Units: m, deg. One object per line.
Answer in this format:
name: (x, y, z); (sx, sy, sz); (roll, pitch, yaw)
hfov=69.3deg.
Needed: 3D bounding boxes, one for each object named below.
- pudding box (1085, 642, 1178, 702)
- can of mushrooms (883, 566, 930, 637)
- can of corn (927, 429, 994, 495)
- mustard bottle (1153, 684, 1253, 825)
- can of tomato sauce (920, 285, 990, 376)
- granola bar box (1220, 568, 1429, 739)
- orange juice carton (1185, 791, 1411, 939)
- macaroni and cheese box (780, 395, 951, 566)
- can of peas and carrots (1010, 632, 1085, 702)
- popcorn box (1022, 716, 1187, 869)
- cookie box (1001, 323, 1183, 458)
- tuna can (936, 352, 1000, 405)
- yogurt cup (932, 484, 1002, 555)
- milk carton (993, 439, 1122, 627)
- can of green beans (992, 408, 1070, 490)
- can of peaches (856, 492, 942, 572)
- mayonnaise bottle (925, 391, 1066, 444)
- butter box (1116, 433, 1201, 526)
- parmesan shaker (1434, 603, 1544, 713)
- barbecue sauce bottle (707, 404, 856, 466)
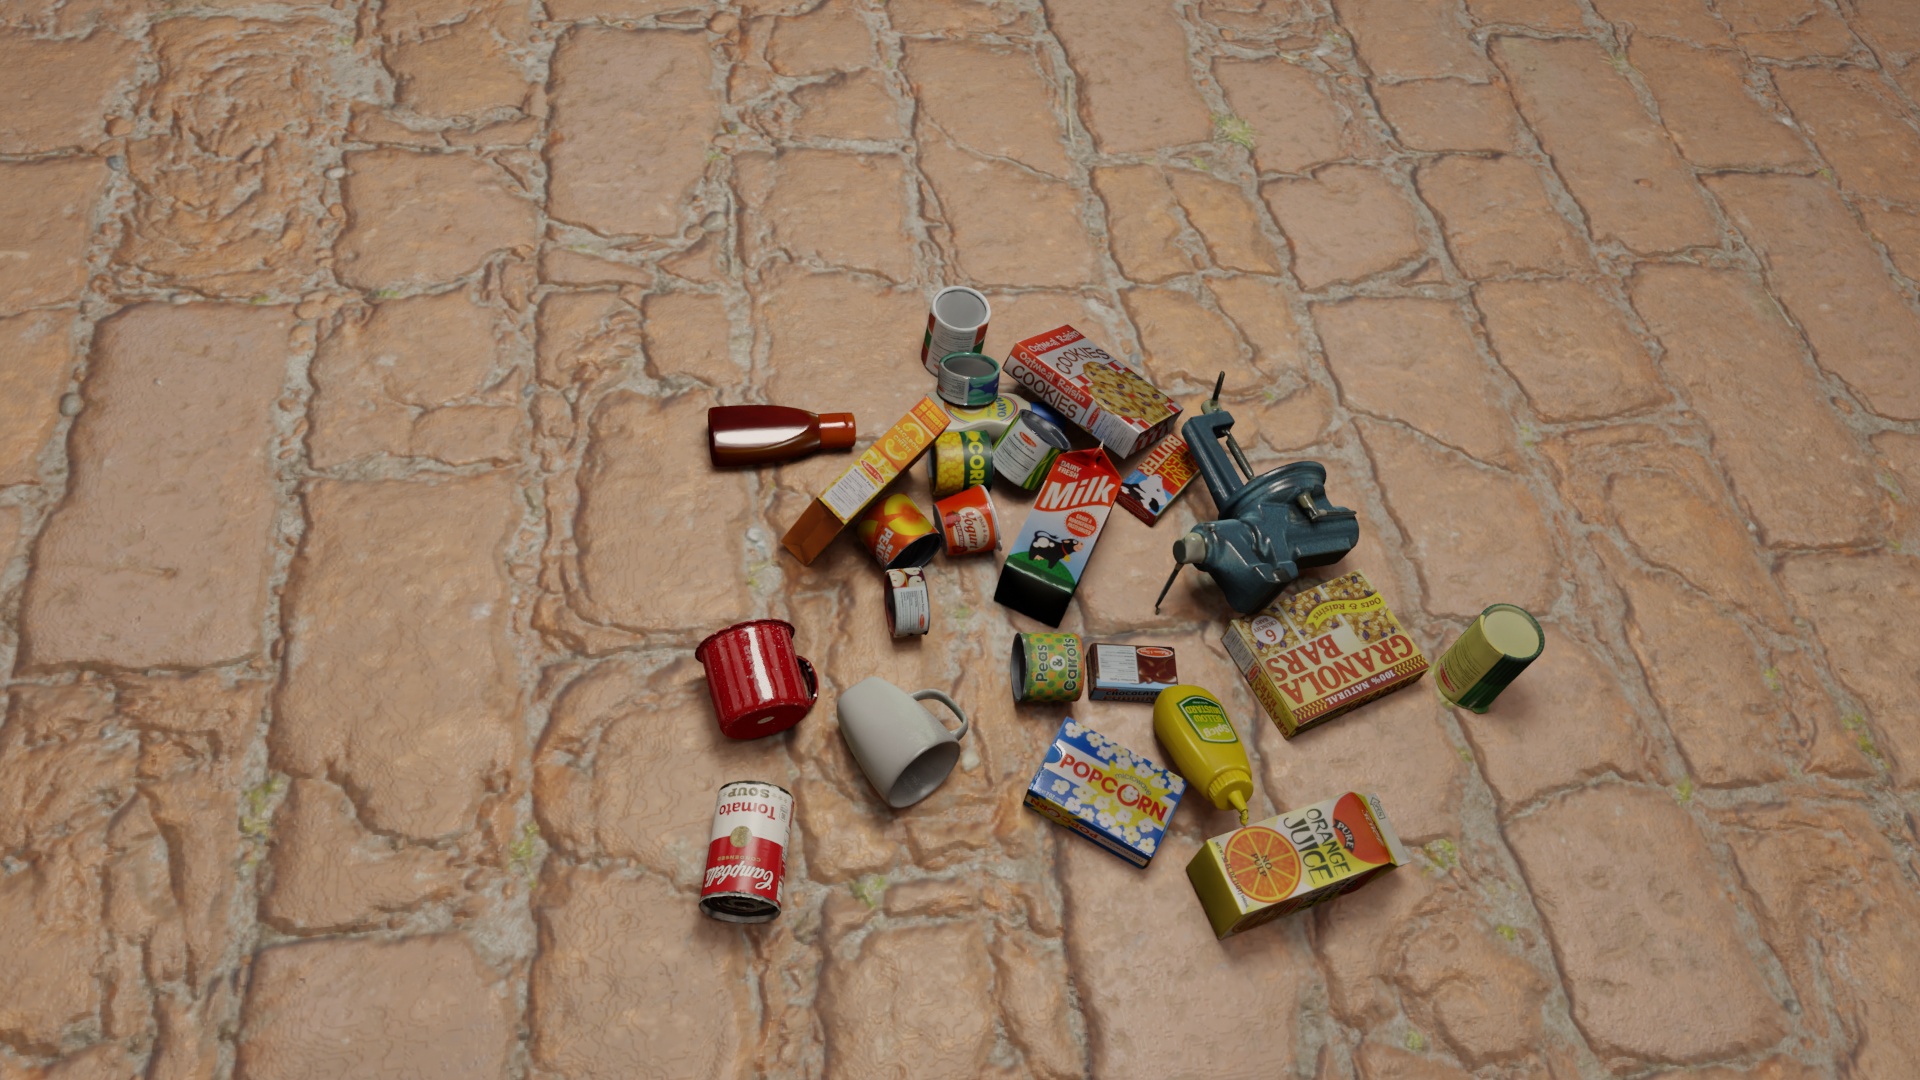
pudding box: (0.166, 0.129, 1.342); (0.084, 0.030, 0.050); (3, 56, -8)
can of mushrooms: (-0.052, 0.059, 1.331); (0.033, 0.070, 0.071); (-6, 58, -12)
can of corn: (0.000, -0.079, 1.426); (0.058, 0.070, 0.071); (-3, 58, -10)
mustard bottle: (0.230, 0.197, 1.267); (0.065, 0.048, 0.161); (3, 34, -22)
can of tomato sauce: (-0.005, -0.227, 1.514); (0.071, 0.082, 0.071); (5, 56, -7)
granola bar box: (0.363, 0.110, 1.382); (0.166, 0.038, 0.124); (-19, 63, -21)
orange juice carton: (0.307, 0.283, 1.239); (0.193, 0.072, 0.072); (-14, 61, -18)
macaroni and cheese box: (-0.092, -0.058, 1.362); (0.040, 0.123, 0.167); (46, 59, -2)
can of peas and carrots: (0.082, 0.119, 1.309); (0.059, 0.070, 0.071); (1, 57, -10)
popcorn box: (0.132, 0.230, 1.265); (0.127, 0.038, 0.085); (28, 58, 8)
cookie box: (0.143, -0.163, 1.495); (0.168, 0.040, 0.123); (38, 32, 15)
tuna can: (0.010, -0.172, 1.471); (0.071, 0.032, 0.071); (4, 32, -3)
yogurt cup: (0.005, -0.017, 1.391); (0.054, 0.072, 0.072); (-15, 61, -9)
milk carton: (0.106, -0.016, 1.401); (0.073, 0.072, 0.191); (24, 56, 6)
can of green beans: (0.071, -0.093, 1.439); (0.071, 0.057, 0.071); (32, 22, -15)
can of peaches: (-0.062, -0.004, 1.367); (0.071, 0.071, 0.058); (-28, 65, -25)
mayonnaise bottle: (0.037, -0.130, 1.482); (0.148, 0.041, 0.065); (-2, 50, -11)
butter box: (0.214, -0.065, 1.481); (0.053, 0.024, 0.104); (38, 59, 14)
parmesan shaker: (0.522, 0.117, 1.368); (0.071, 0.102, 0.071); (5, 57, -7)
barbecue sauce bottle: (-0.183, -0.111, 1.431); (0.149, 0.043, 0.065); (-4, 58, -13)
